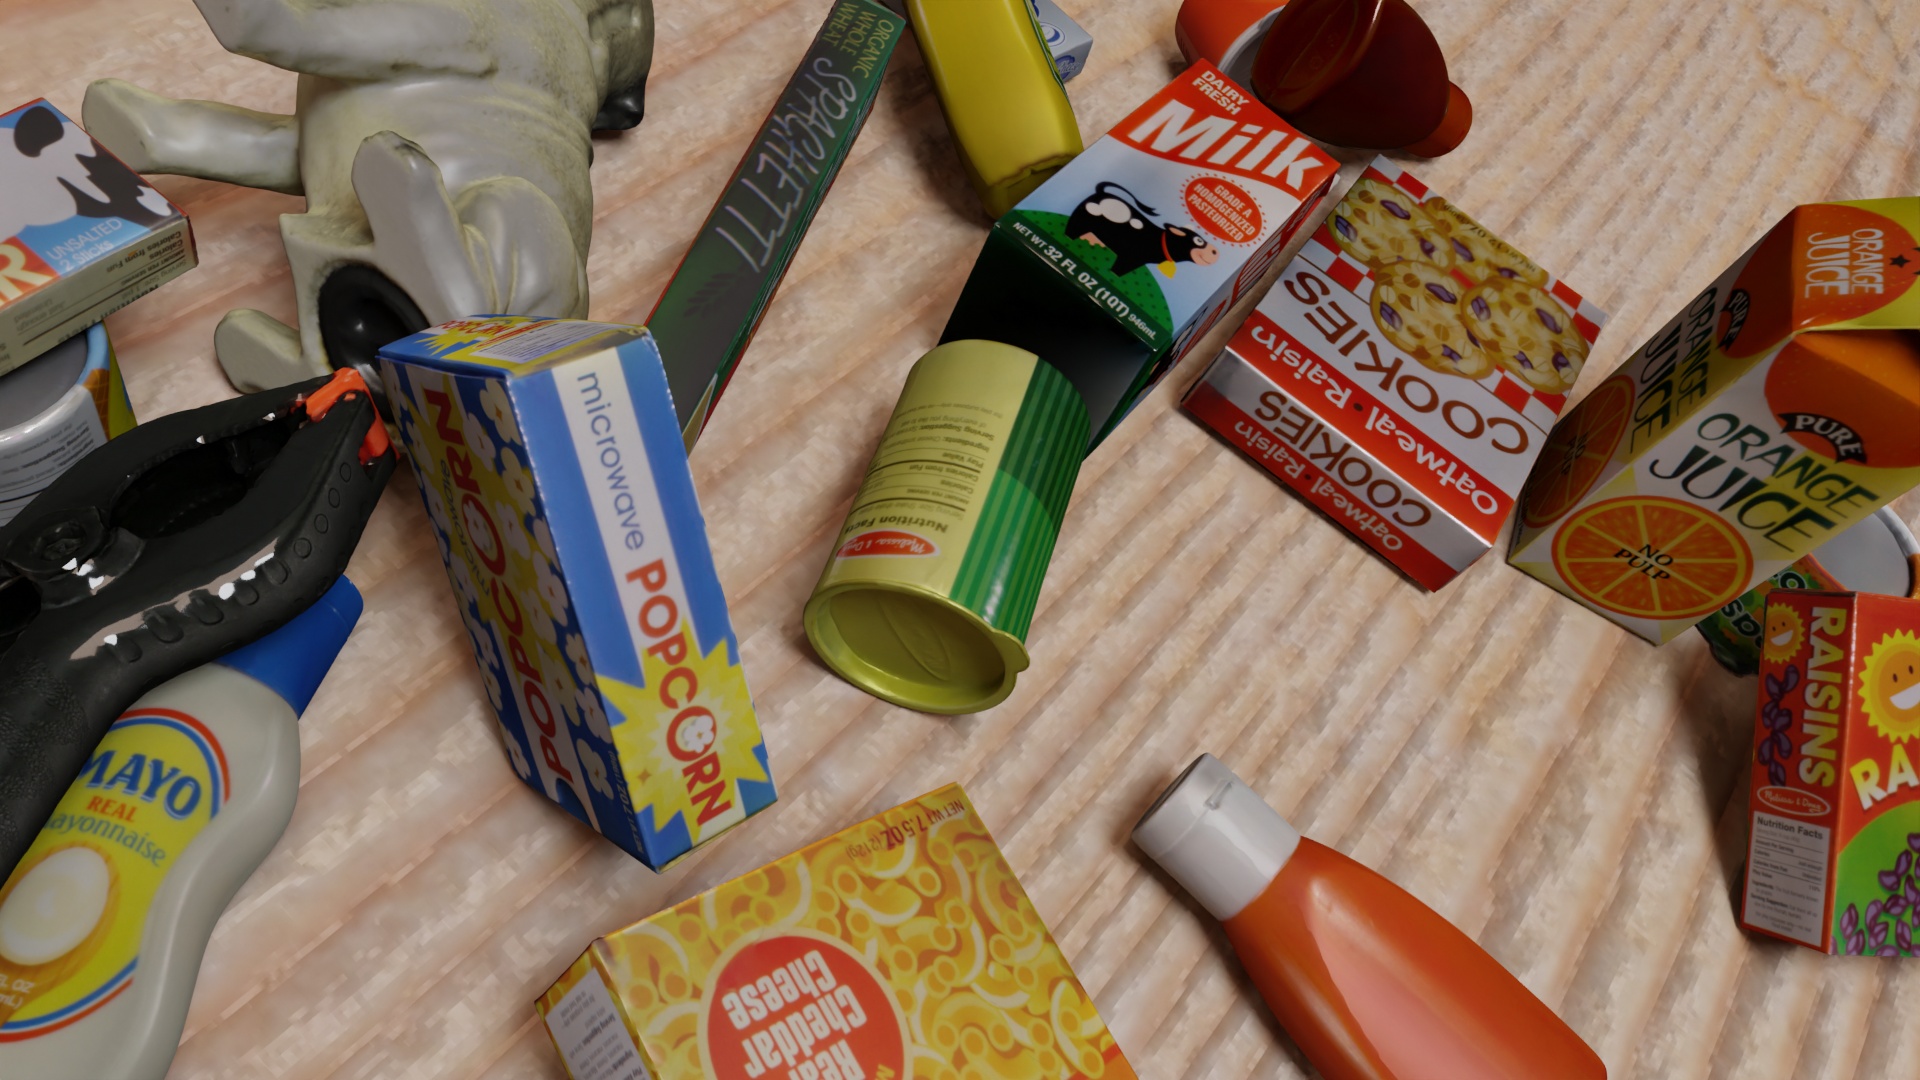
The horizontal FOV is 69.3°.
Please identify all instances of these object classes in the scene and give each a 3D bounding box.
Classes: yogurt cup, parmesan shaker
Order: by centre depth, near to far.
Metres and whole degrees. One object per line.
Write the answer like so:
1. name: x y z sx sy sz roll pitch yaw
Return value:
1. parmesan shaker: 0.002 -0.006 0.440 0.071 0.071 0.103 24 53 -5
2. yogurt cup: 0.134 -0.227 0.634 0.072 0.072 0.054 -9 55 -25

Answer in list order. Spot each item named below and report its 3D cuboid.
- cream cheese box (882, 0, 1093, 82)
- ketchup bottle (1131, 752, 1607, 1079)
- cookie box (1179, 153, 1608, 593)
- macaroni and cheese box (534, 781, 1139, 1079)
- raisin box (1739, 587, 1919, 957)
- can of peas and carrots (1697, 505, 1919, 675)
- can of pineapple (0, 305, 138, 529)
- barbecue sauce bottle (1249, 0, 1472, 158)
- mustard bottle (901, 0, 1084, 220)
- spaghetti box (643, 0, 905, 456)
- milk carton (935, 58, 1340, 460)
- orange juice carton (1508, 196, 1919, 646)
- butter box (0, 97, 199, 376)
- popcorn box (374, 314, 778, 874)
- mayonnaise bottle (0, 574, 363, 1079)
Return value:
1. cream cheese box: 0.004 -0.238 0.615 0.104 0.024 0.053 46 57 11
2. ketchup bottle: 0.118 0.127 0.415 0.149 0.043 0.065 43 54 9
3. cookie box: 0.182 -0.074 0.569 0.123 0.040 0.168 38 53 5
4. macaroni and cheese box: -0.007 0.154 0.335 0.124 0.040 0.167 -14 64 -47
5. raisin box: 0.328 0.082 0.492 0.086 0.040 0.123 6 88 -16
6. can of peas and carrots: 0.337 0.015 0.558 0.071 0.058 0.071 10 56 -14
7. can of pineapple: -0.259 -0.036 0.368 0.071 0.057 0.071 9 57 -15
8. barbecue sauce bottle: 0.186 -0.201 0.615 0.149 0.064 0.044 -2 46 -52
9. mustard bottle: 0.005 -0.208 0.555 0.049 0.065 0.160 -20 80 7
10. spaghetti box: -0.074 -0.104 0.486 0.029 0.050 0.251 25 54 -7
11. milk carton: 0.081 -0.120 0.539 0.072 0.073 0.191 39 54 6
12. orange juice carton: 0.288 -0.046 0.497 0.073 0.191 0.072 29 55 0
13. butter box: -0.249 -0.064 0.338 0.053 0.024 0.104 39 55 6
14. popcorn box: -0.096 0.009 0.347 0.038 0.085 0.126 -26 115 -35
15. mayonnaise bottle: -0.197 0.068 0.336 0.065 0.041 0.149 18 54 -3
